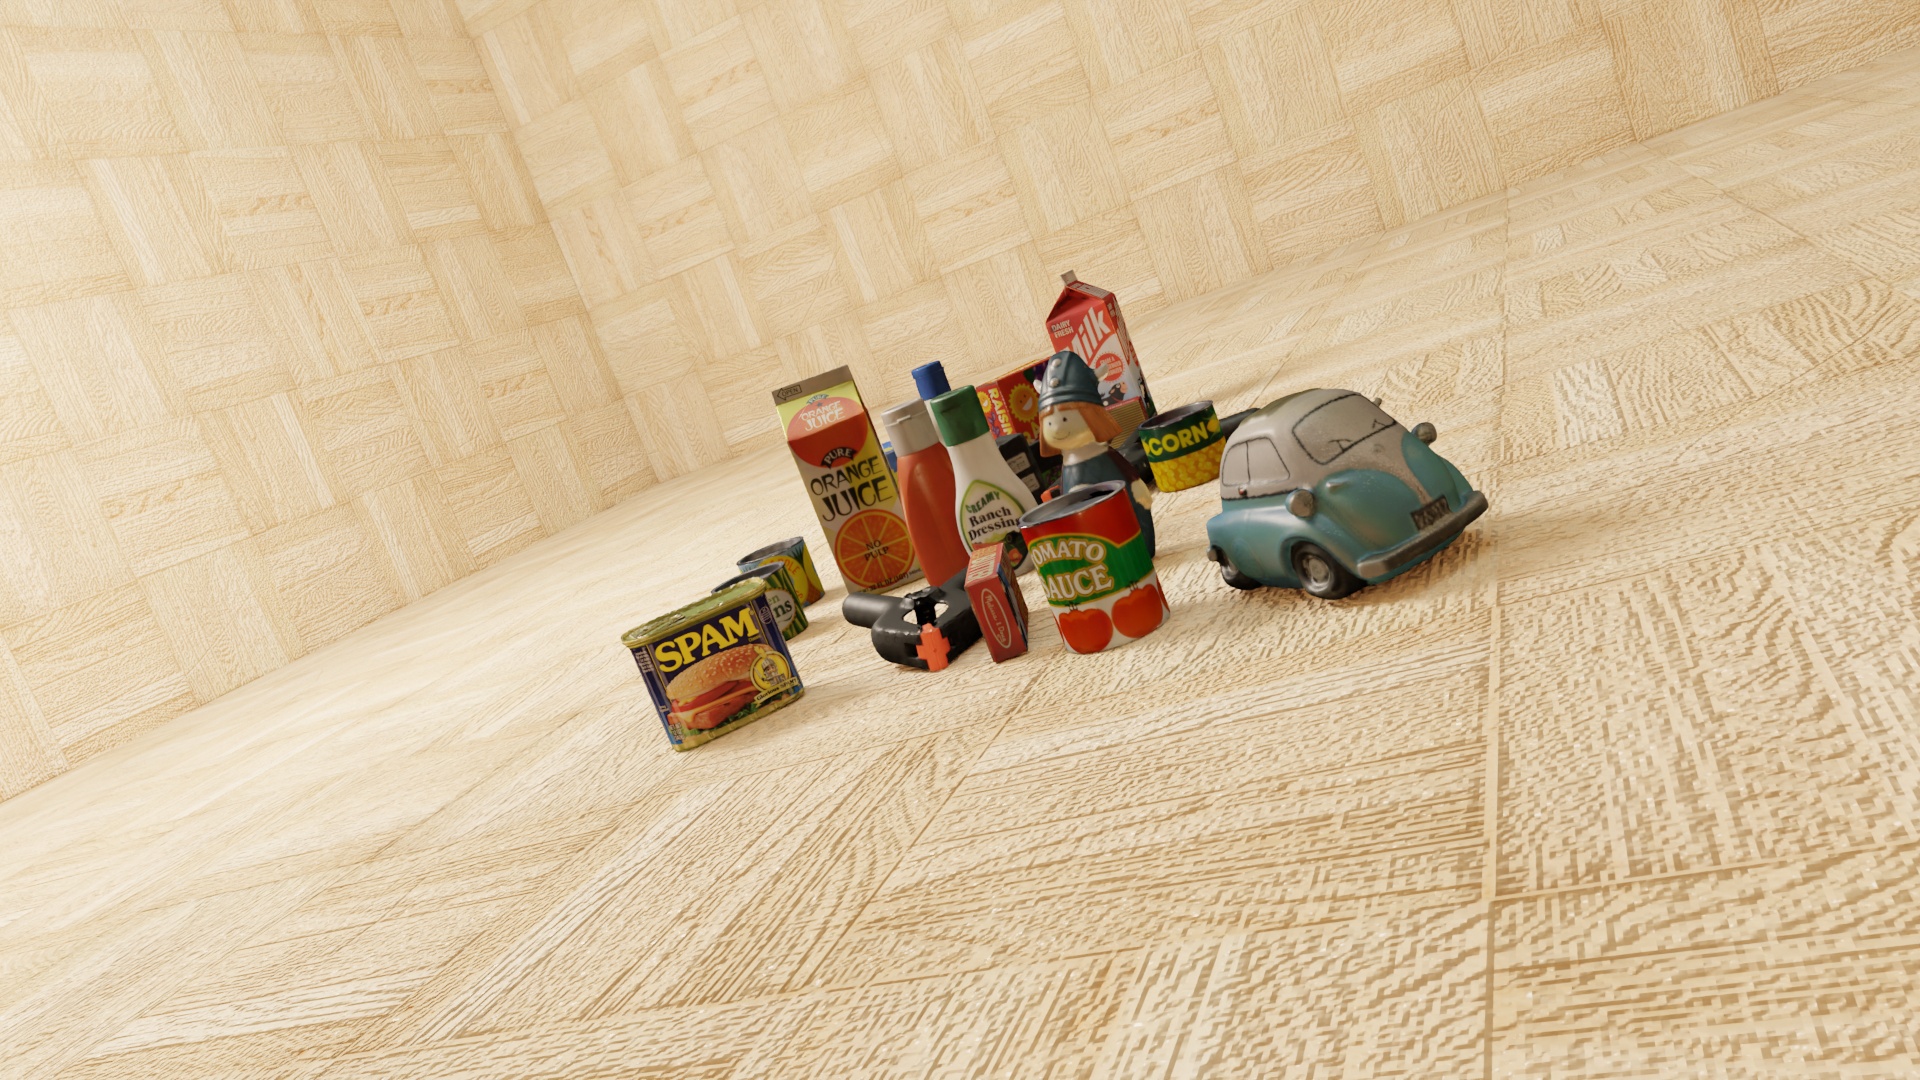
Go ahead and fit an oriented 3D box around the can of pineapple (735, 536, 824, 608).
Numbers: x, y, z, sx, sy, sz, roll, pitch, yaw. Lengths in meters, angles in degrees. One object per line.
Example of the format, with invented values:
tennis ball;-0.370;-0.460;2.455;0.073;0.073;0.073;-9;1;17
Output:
can of pineapple;-0.164;0.035;1.272;0.071;0.057;0.071;-20;10;4

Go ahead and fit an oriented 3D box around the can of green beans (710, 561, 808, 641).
can of green beans;-0.167;0.057;1.162;0.071;0.057;0.071;-20;10;4

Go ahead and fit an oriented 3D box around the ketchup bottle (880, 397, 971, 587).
ketchup bottle;-0.020;-0.039;1.106;0.065;0.148;0.043;-20;9;4

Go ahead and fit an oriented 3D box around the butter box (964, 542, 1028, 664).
butter box;0.024;0.038;0.886;0.024;0.053;0.104;-20;10;7

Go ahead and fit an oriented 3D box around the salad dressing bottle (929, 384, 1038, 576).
salad dressing bottle;0.018;-0.044;1.060;0.064;0.147;0.044;-18;10;19

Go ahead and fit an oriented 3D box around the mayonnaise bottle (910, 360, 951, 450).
mayonnaise bottle;-0.015;-0.132;1.595;0.041;0.148;0.065;-20;10;7

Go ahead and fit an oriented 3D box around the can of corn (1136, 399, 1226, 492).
can of corn;0.187;-0.078;1.153;0.071;0.058;0.071;-20;10;4

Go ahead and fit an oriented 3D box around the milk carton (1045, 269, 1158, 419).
milk carton;0.151;-0.208;1.539;0.073;0.190;0.072;-18;10;19

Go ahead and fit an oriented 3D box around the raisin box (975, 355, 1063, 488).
raisin box;0.075;-0.110;1.367;0.086;0.123;0.040;-27;11;-33

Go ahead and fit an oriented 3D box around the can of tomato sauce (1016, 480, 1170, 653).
can of tomato sauce;0.077;0.016;0.806;0.071;0.083;0.071;-20;10;4

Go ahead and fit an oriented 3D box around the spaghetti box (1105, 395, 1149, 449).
spaghetti box;0.076;-0.085;1.444;0.250;0.050;0.029;-19;10;14

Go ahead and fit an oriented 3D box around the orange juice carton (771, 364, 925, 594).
orange juice carton;-0.095;-0.051;1.199;0.072;0.192;0.073;-21;9;-1

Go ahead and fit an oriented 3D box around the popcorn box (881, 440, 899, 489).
popcorn box;-0.074;-0.059;1.510;0.038;0.085;0.127;-21;10;-1
